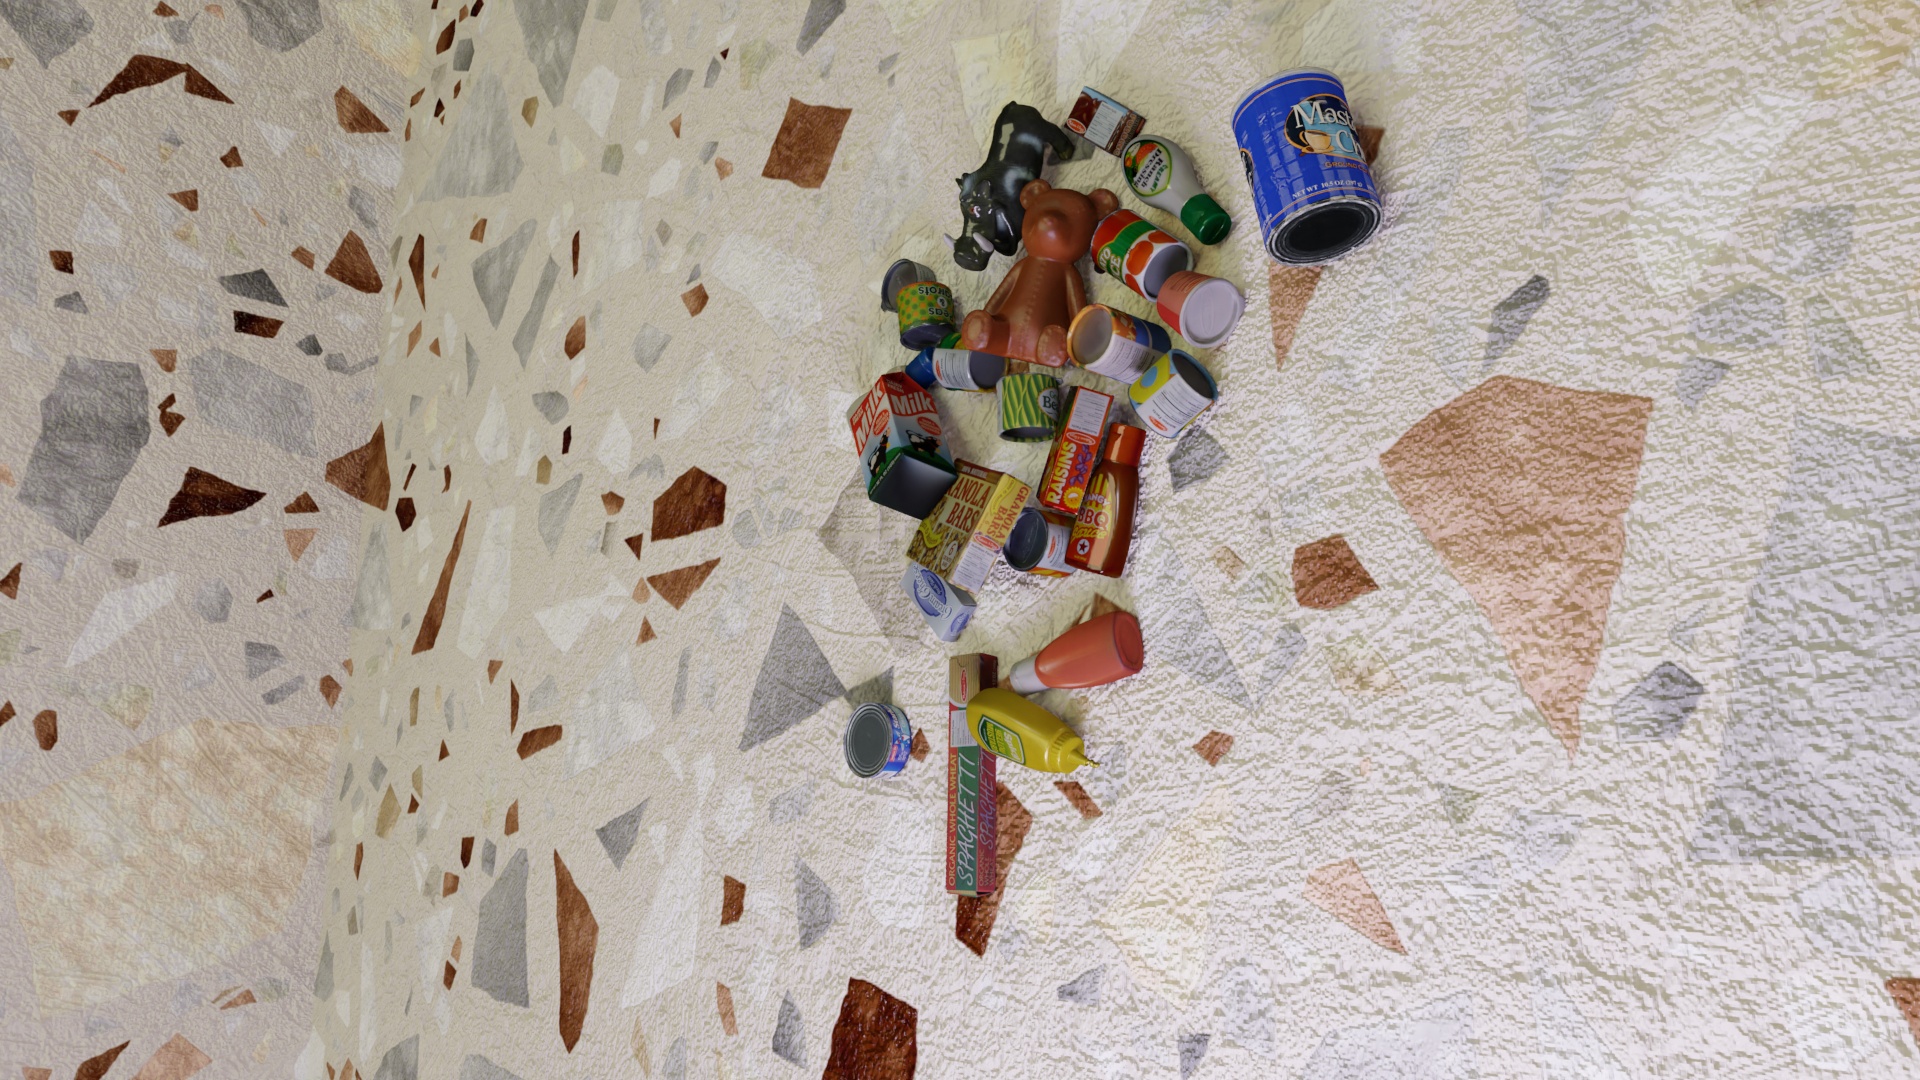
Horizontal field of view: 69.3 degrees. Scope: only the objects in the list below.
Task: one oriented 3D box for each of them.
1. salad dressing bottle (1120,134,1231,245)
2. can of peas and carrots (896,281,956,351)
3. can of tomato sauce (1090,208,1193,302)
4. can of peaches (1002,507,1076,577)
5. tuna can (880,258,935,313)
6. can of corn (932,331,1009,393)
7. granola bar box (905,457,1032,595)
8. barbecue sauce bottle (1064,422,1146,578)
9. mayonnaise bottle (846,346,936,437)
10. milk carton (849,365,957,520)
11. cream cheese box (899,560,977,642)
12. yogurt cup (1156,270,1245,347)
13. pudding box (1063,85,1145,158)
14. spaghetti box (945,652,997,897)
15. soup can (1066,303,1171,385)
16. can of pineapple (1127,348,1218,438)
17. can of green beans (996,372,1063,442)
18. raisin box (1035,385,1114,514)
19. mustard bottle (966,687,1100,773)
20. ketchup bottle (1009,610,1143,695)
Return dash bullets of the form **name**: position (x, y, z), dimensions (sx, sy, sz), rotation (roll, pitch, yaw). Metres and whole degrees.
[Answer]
- **salad dressing bottle**: position (0.213, -0.345, 1.368), dimensions (0.064, 0.044, 0.148), rotation (-55, 47, 26)
- **can of peas and carrots**: position (-0.038, -0.260, 1.605), dimensions (0.070, 0.071, 0.059), rotation (-25, 63, 42)
- **can of tomato sauce**: position (0.178, -0.280, 1.373), dimensions (0.083, 0.071, 0.071), rotation (45, 114, 42)
- **can of peaches**: position (0.084, 0.002, 1.417), dimensions (0.071, 0.058, 0.071), rotation (-13, 72, 46)
- **tuna can**: position (-0.064, -0.300, 1.667), dimensions (0.071, 0.033, 0.071), rotation (-13, 71, 45)
- **can of corn**: position (0.014, -0.198, 1.537), dimensions (0.058, 0.071, 0.071), rotation (12, 90, 47)
- **granola bar box**: position (0.005, -0.018, 1.459), dimensions (0.124, 0.039, 0.165), rotation (-62, 19, -1)
- **barbecue sauce bottle**: position (0.148, -0.041, 1.369), dimensions (0.065, 0.044, 0.148), rotation (17, 93, 50)
- **mayonnaise bottle**: position (-0.074, -0.171, 1.644), dimensions (0.147, 0.041, 0.065), rotation (-39, 62, 33)
- **milk carton**: position (-0.069, -0.117, 1.550), dimensions (0.072, 0.073, 0.191), rotation (-52, 34, 27)
- **cream cheese box**: position (-0.026, 0.061, 1.548), dimensions (0.053, 0.024, 0.104), rotation (-59, 45, 22)
- **yogurt cup**: position (0.223, -0.222, 1.316), dimensions (0.054, 0.072, 0.072), rotation (43, 113, 52)
- **pudding box**: position (0.152, -0.442, 1.468), dimensions (0.084, 0.030, 0.049), rotation (46, 116, 43)
- **spaghetti box**: position (0.011, 0.245, 1.461), dimensions (0.050, 0.029, 0.250), rotation (-12, 72, 45)
- **soup can**: position (0.154, -0.193, 1.367), dimensions (0.071, 0.084, 0.071), rotation (-14, 71, 46)
- **can of pineapple**: position (0.202, -0.141, 1.317), dimensions (0.057, 0.071, 0.071), rotation (-42, 53, 32)
- **can of green beans**: position (0.071, -0.139, 1.458), dimensions (0.071, 0.071, 0.058), rotation (-13, 72, 45)
- **raisin box**: position (0.113, -0.092, 1.390), dimensions (0.086, 0.040, 0.123), rotation (-108, 35, -83)
- **mustard bottle**: position (0.074, 0.196, 1.380), dimensions (0.160, 0.049, 0.065), rotation (18, 130, 44)
- **ketchup bottle**: position (0.112, 0.118, 1.371), dimensions (0.148, 0.043, 0.065), rotation (-25, 63, 42)
